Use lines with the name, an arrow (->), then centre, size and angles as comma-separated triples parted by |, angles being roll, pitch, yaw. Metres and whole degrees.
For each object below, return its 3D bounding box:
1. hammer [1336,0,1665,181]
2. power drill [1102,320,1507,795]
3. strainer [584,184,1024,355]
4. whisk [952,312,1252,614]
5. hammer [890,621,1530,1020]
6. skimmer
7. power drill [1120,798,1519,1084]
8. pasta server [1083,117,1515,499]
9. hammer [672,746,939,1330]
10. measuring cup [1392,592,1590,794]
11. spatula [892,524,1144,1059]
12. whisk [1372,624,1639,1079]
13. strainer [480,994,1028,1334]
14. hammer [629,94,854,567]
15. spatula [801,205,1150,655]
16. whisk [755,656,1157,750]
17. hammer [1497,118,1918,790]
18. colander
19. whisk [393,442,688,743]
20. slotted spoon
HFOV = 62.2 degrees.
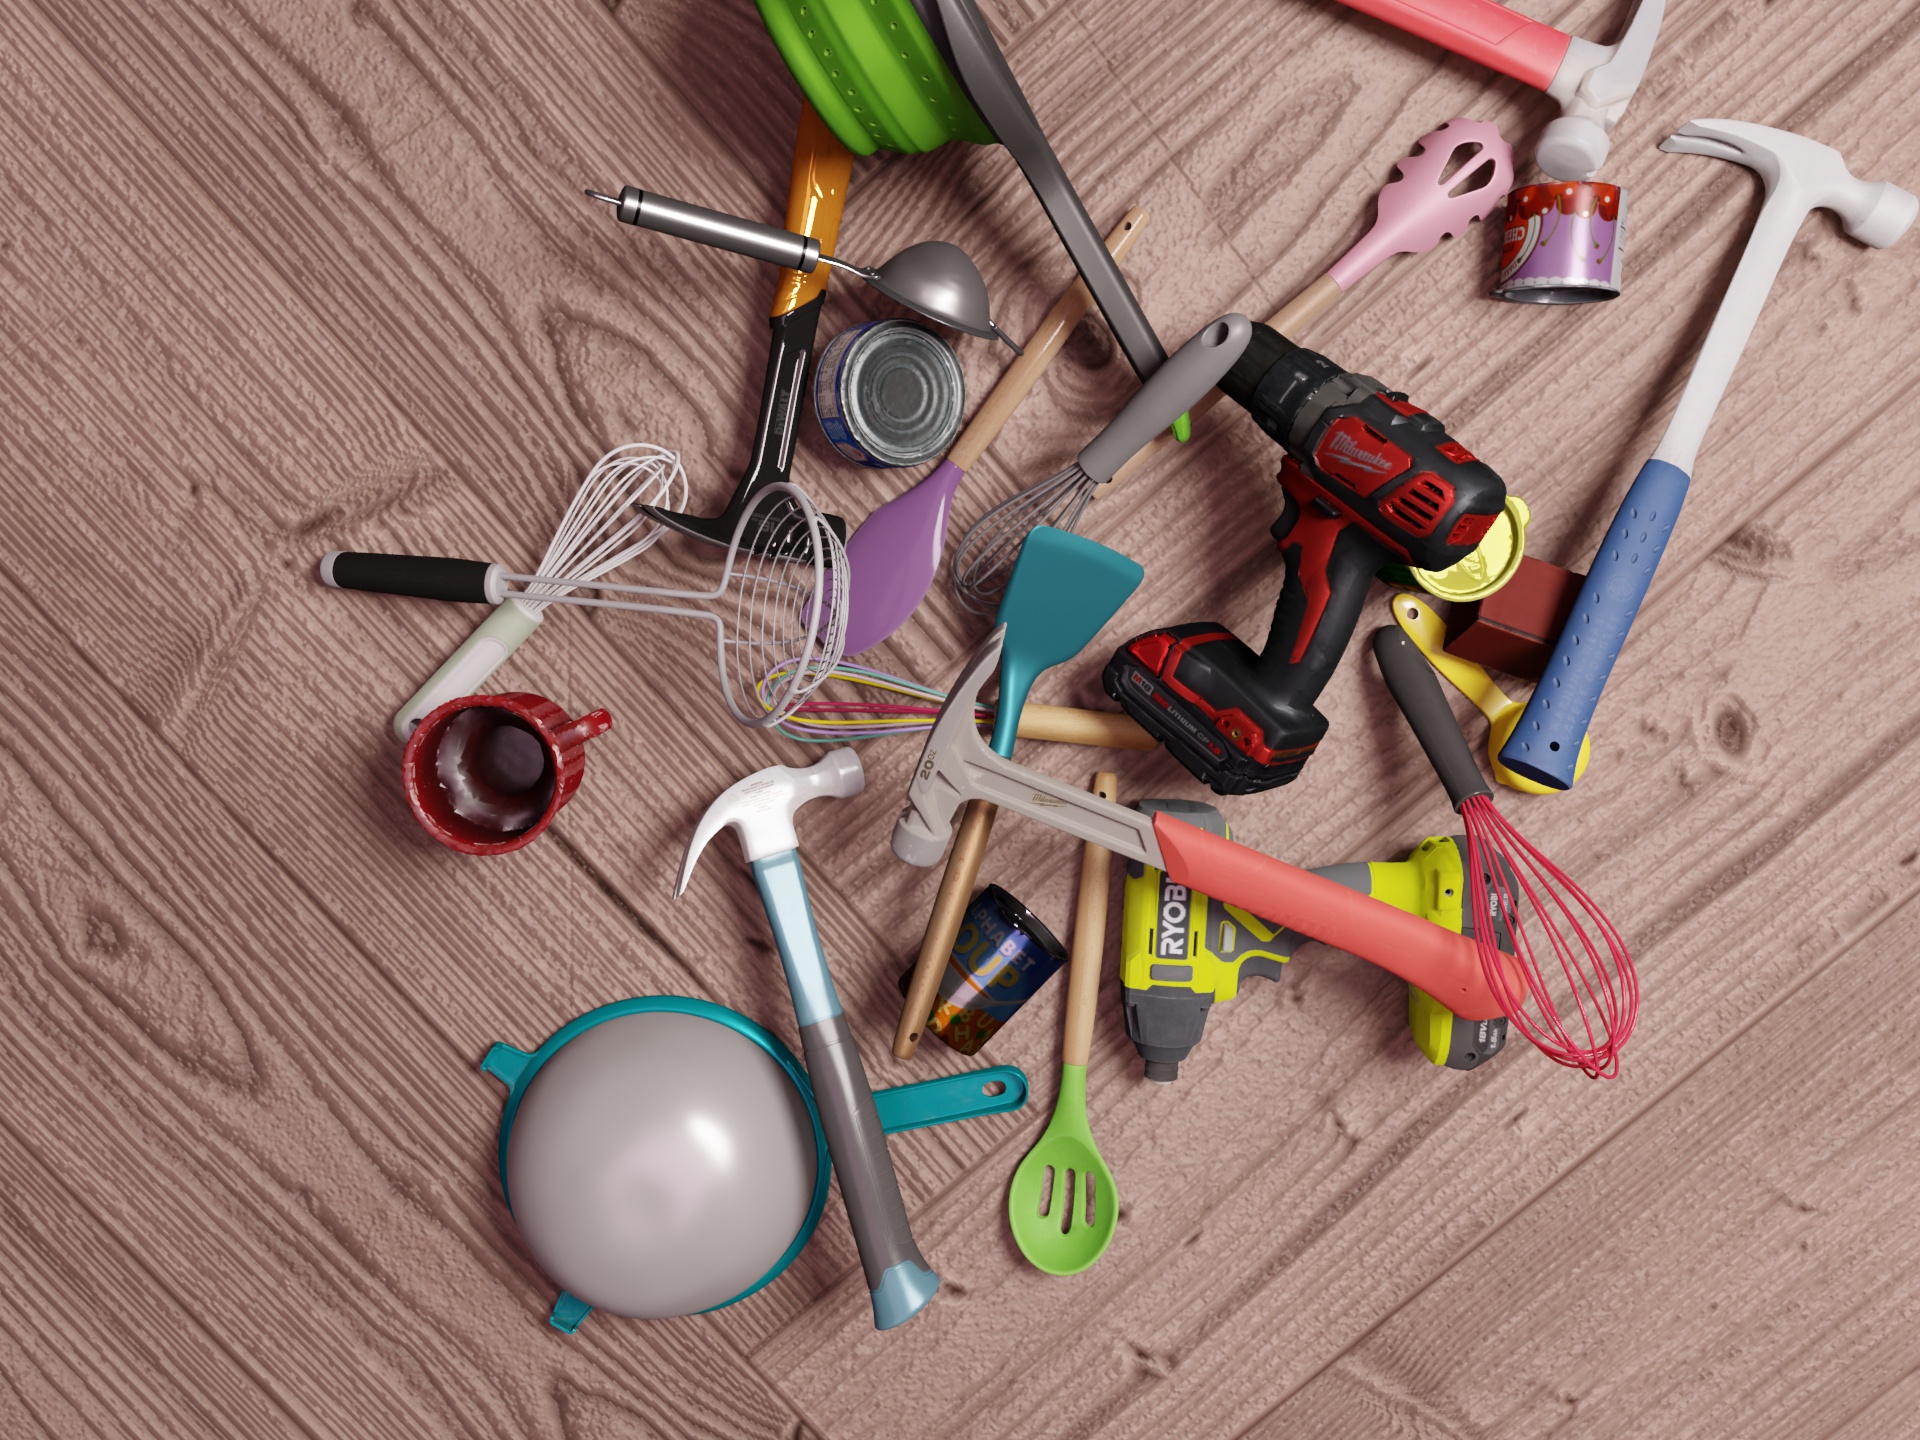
hammer -> 0.205, -0.443, 0.897 | 0.386, 0.038, 0.143 | 25, 78, 1
power drill -> 0.168, -0.092, 0.880 | 0.188, 0.080, 0.226 | 45, 124, 27
strainer -> -0.075, -0.253, 0.867 | 0.258, 0.087, 0.050 | 10, 116, -21
whisk -> 0.076, -0.141, 0.894 | 0.055, 0.055, 0.239 | 44, 123, -5
hammer -> 0.149, 0.075, 0.869 | 0.359, 0.037, 0.149 | 22, 121, -5
skimmer -> -0.220, -0.074, 0.868 | 0.363, 0.090, 0.127 | 7, 91, 20
power drill -> 0.209, 0.140, 0.959 | 0.223, 0.080, 0.171 | 3, 97, 4
pasta server -> 0.197, -0.238, 0.937 | 0.316, 0.040, 0.060 | -40, 95, 9
hammer -> -0.077, 0.189, 0.936 | 0.128, 0.033, 0.331 | -15, 85, -19
measuring cup -> 0.318, -0.018, 0.959 | 0.062, 0.029, 0.156 | -44, 94, 5
spatula -> 0.018, 0.046, 0.920 | 0.082, 0.044, 0.317 | 18, 89, -29
whisk -> 0.293, 0.061, 0.882 | 0.073, 0.073, 0.296 | -18, 56, 2
strainer -> -0.125, 0.268, 0.964 | 0.340, 0.095, 0.211 | -12, 97, 3
hammer -> -0.097, -0.262, 0.911 | 0.127, 0.034, 0.337 | 9, 94, -33
spatula -> 0.014, -0.171, 0.947 | 0.060, 0.018, 0.316 | 37, 95, 13
whisk -> -0.002, -0.001, 0.958 | 0.245, 0.047, 0.051 | 6, 96, -4
hammer -> 0.399, -0.154, 0.899 | 0.144, 0.035, 0.405 | 27, 83, -2
colander -> -0.002, -0.302, 0.855 | 0.094, 0.205, 0.396 | -28, 113, 14
whisk -> -0.253, -0.073, 0.950 | 0.246, 0.059, 0.057 | -44, 122, 9
slotted spoon -> 0.076, 0.187, 0.987 | 0.070, 0.031, 0.314 | 7, 95, 17
